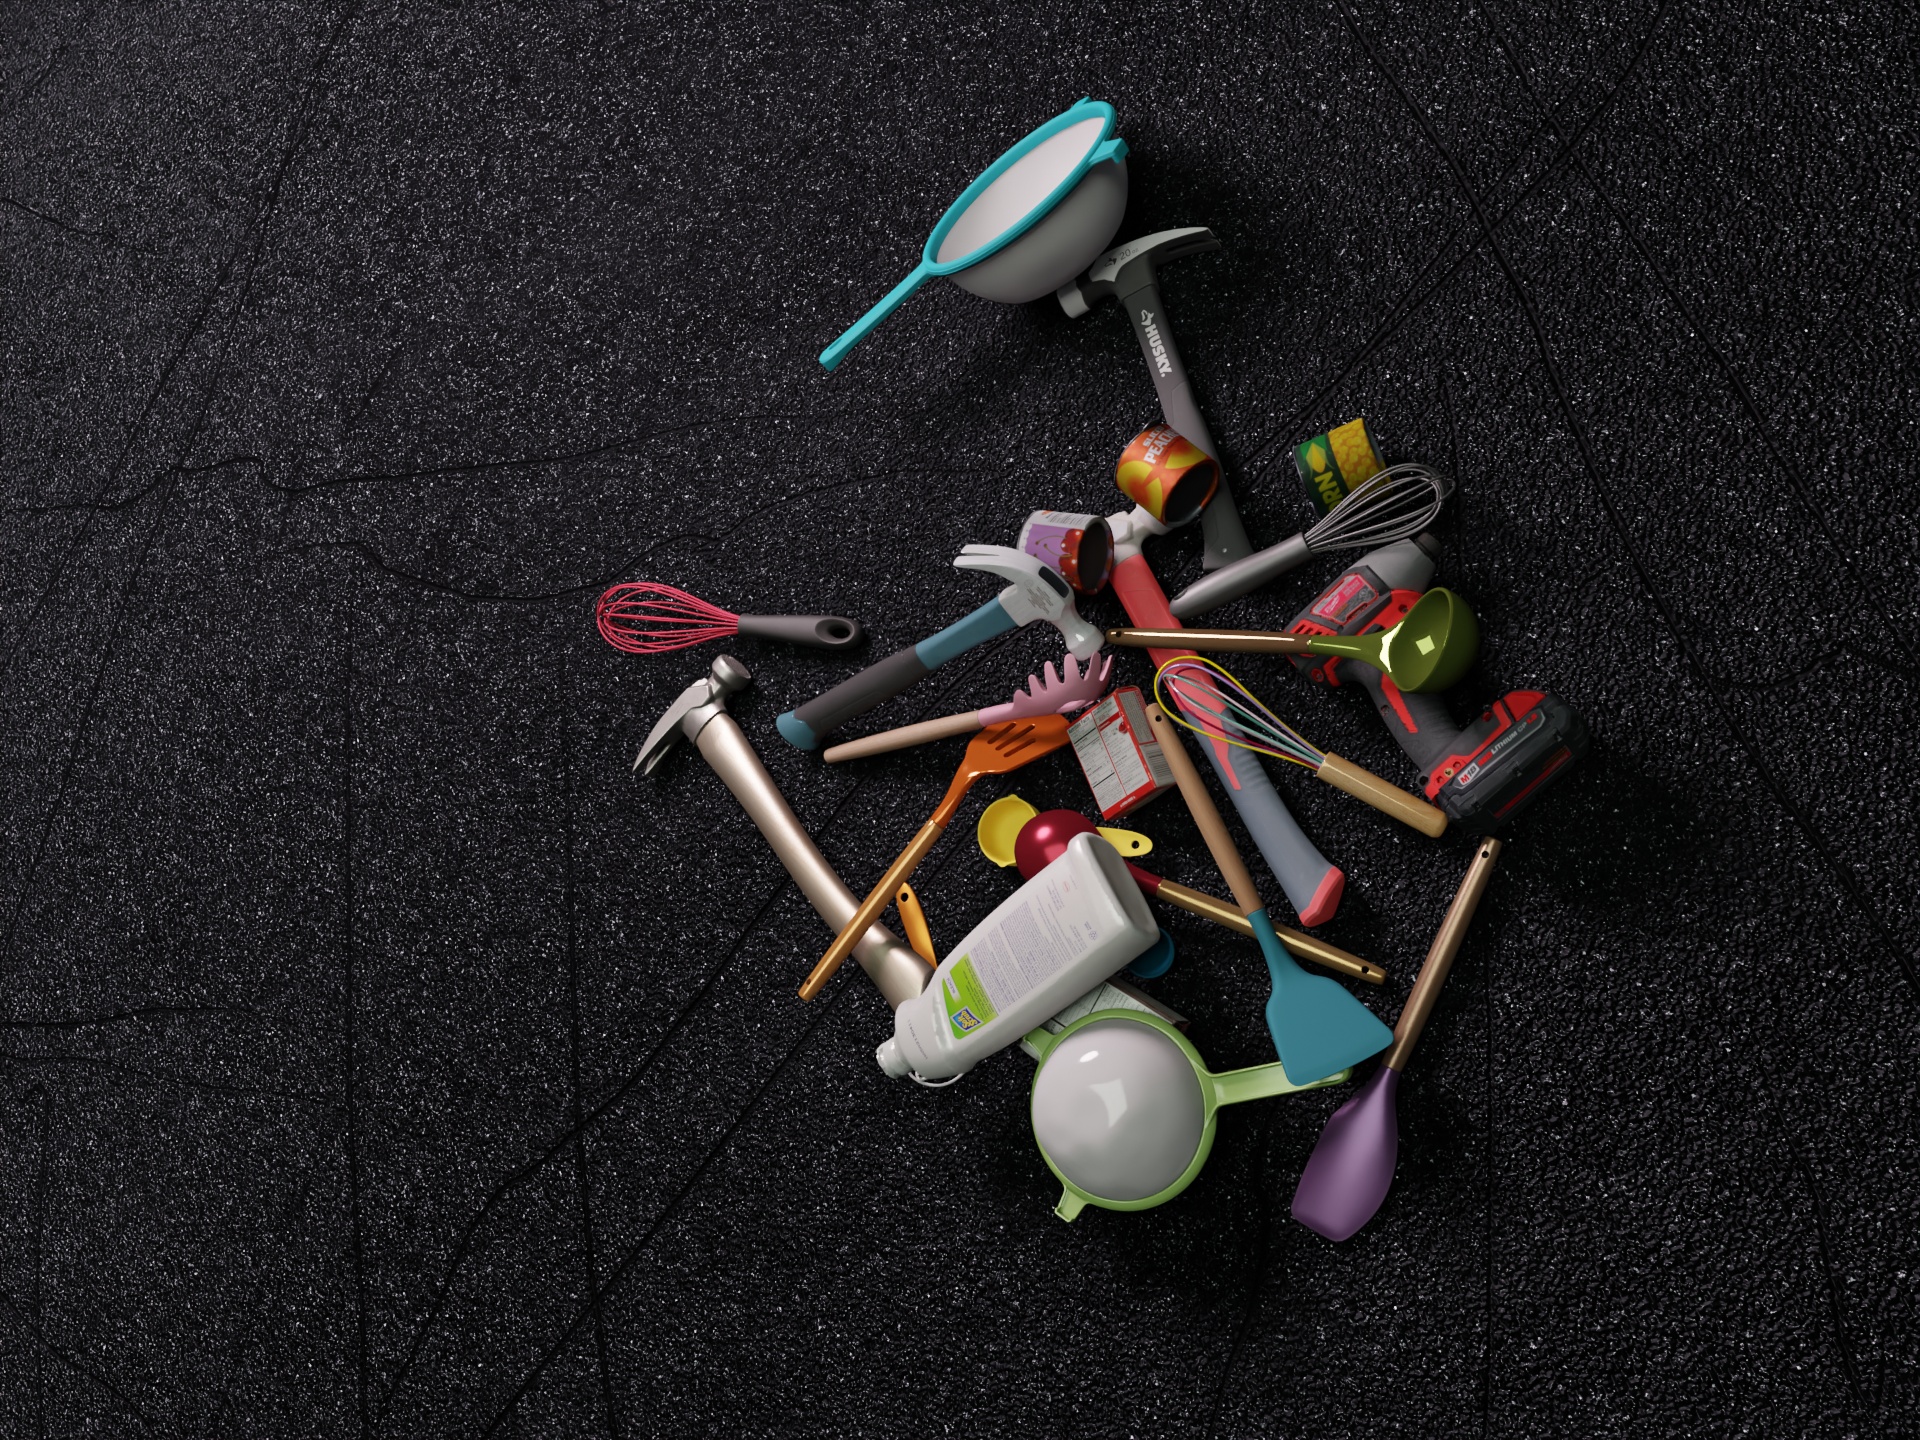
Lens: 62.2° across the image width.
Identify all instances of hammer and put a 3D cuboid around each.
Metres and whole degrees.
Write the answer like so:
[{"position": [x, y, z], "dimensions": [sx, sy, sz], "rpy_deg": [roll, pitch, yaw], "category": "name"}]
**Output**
[{"position": [-0.038, -0.048, 1.377], "dimensions": [0.331, 0.033, 0.128], "rpy_deg": [-27, 110, 36], "category": "hammer"}, {"position": [-0.155, 0.122, 1.438], "dimensions": [0.146, 0.038, 0.411], "rpy_deg": [-48, 59, 11], "category": "hammer"}, {"position": [0.186, 0.000, 1.288], "dimensions": [0.143, 0.038, 0.387], "rpy_deg": [-34, 63, 18], "category": "hammer"}, {"position": [0.192, -0.270, 1.357], "dimensions": [0.146, 0.035, 0.335], "rpy_deg": [-24, 67, 22], "category": "hammer"}]

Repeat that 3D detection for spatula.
[{"position": [0.327, 0.231, 1.162], "dimensions": [0.060, 0.018, 0.316], "rpy_deg": [24, 90, 29], "category": "spatula"}, {"position": [0.214, 0.119, 1.201], "dimensions": [0.082, 0.044, 0.318], "rpy_deg": [-24, 69, -2], "category": "spatula"}, {"position": [-0.029, 0.111, 1.346], "dimensions": [0.322, 0.041, 0.081], "rpy_deg": [-52, 42, 1], "category": "spatula"}]

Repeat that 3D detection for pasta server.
[{"position": [-0.002, -0.004, 1.366], "dimensions": [0.316, 0.060, 0.040], "rpy_deg": [-14, 77, 38], "category": "pasta server"}]

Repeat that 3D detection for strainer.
[{"position": [0.026, -0.405, 1.432], "dimensions": [0.340, 0.095, 0.211], "rpy_deg": [-38, 28, 17], "category": "strainer"}, {"position": [0.158, 0.278, 1.172], "dimensions": [0.256, 0.069, 0.152], "rpy_deg": [-17, 73, 24], "category": "strainer"}]

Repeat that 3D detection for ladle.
[{"position": [0.180, 0.142, 1.244], "dimensions": [0.315, 0.031, 0.069], "rpy_deg": [20, 81, 23], "category": "ladle"}, {"position": [0.237, -0.063, 1.199], "dimensions": [0.320, 0.062, 0.078], "rpy_deg": [5, 74, 41], "category": "ladle"}]

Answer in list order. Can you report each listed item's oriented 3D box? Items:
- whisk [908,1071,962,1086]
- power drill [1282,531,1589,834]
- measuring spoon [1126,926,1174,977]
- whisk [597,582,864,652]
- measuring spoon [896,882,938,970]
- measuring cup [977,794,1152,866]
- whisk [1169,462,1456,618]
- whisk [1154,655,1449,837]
[{"position": [0.043, 0.208, 1.313], "dimensions": [0.059, 0.058, 0.246], "rpy_deg": [42, 97, -5], "category": "whisk"}, {"position": [0.354, -0.035, 1.186], "dimensions": [0.143, 0.078, 0.220], "rpy_deg": [-44, 58, 12], "category": "power drill"}, {"position": [0.110, 0.176, 1.279], "dimensions": [0.128, 0.021, 0.042], "rpy_deg": [10, 85, 16], "category": "measuring spoon"}, {"position": [-0.225, -0.092, 1.530], "dimensions": [0.296, 0.073, 0.073], "rpy_deg": [6, 80, 23], "category": "whisk"}, {"position": [-0.036, 0.192, 1.374], "dimensions": [0.021, 0.011, 0.117], "rpy_deg": [-29, 65, 19], "category": "measuring spoon"}, {"position": [0.089, 0.099, 1.323], "dimensions": [0.156, 0.029, 0.062], "rpy_deg": [4, 79, 27], "category": "measuring cup"}, {"position": [0.269, -0.134, 1.235], "dimensions": [0.239, 0.055, 0.055], "rpy_deg": [-26, 66, 22], "category": "whisk"}, {"position": [0.258, 0.019, 1.210], "dimensions": [0.245, 0.051, 0.047], "rpy_deg": [29, 69, 14], "category": "whisk"}]
